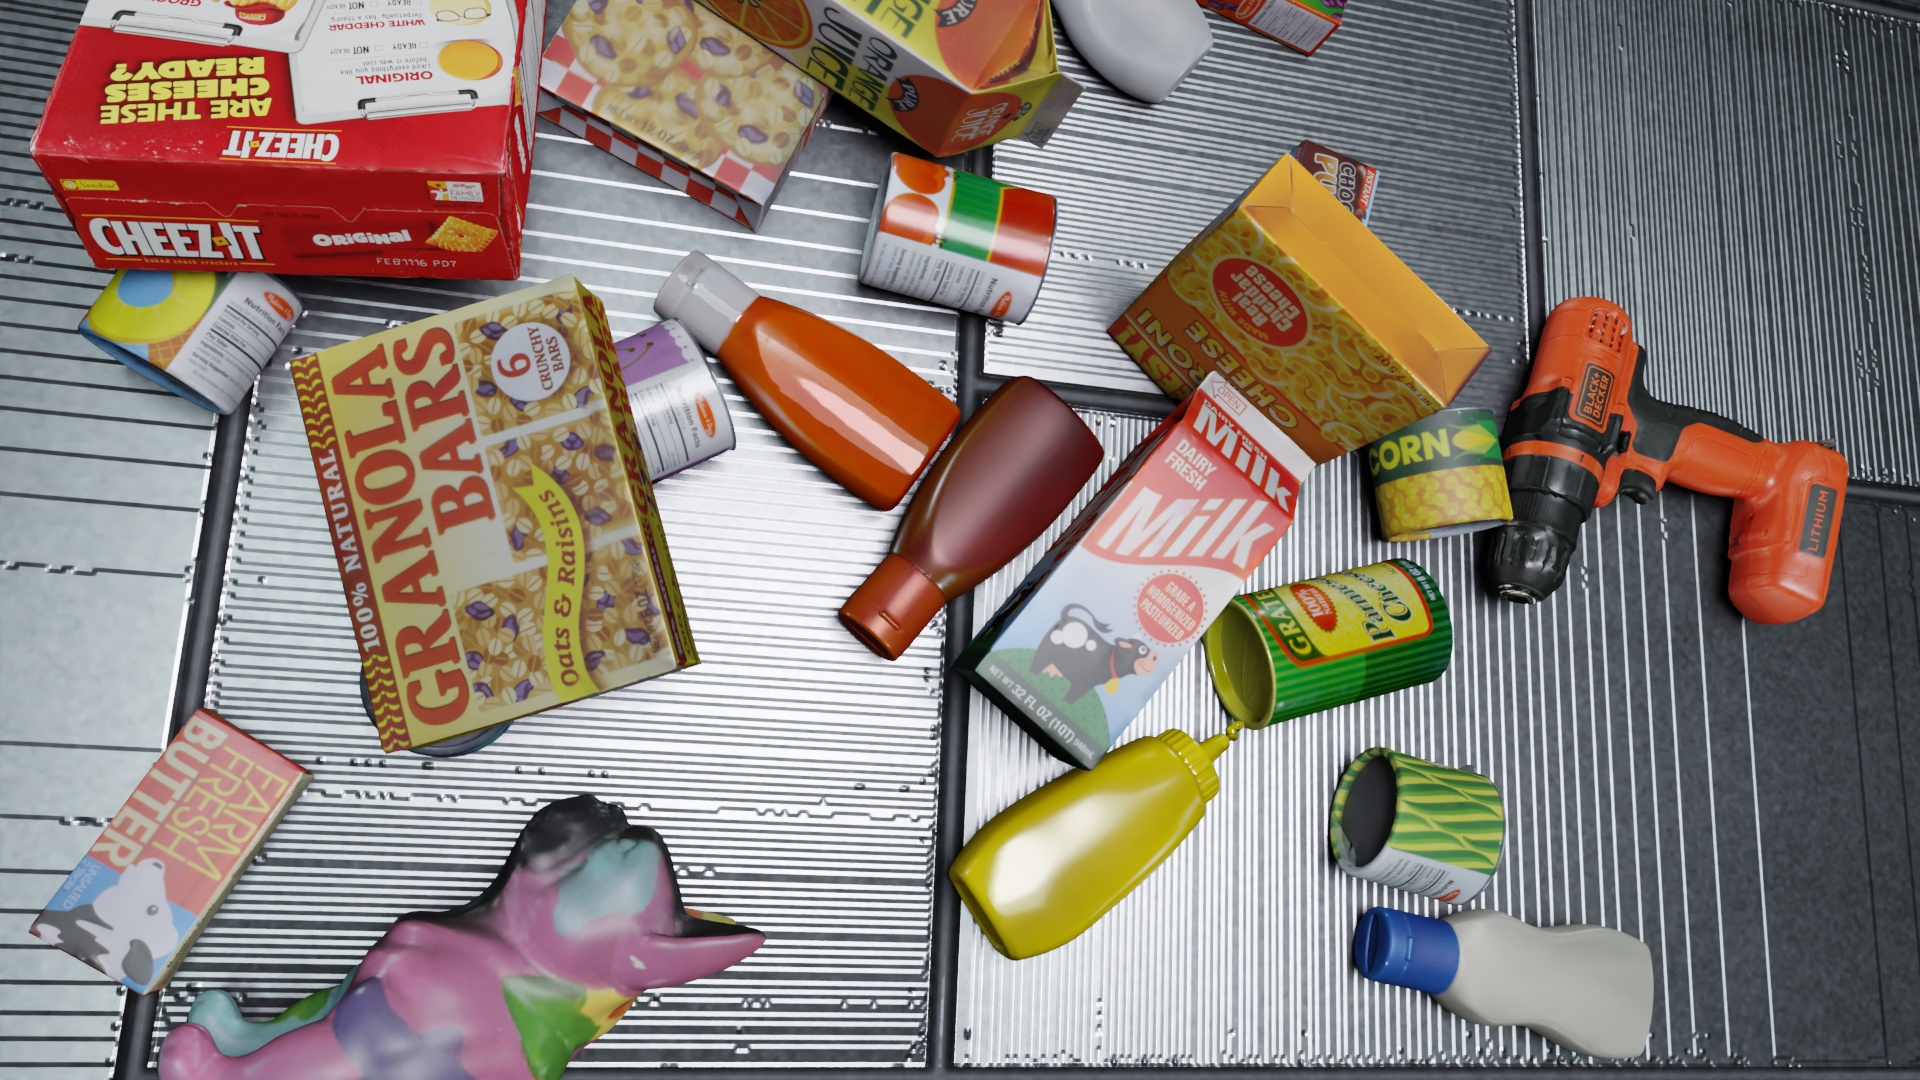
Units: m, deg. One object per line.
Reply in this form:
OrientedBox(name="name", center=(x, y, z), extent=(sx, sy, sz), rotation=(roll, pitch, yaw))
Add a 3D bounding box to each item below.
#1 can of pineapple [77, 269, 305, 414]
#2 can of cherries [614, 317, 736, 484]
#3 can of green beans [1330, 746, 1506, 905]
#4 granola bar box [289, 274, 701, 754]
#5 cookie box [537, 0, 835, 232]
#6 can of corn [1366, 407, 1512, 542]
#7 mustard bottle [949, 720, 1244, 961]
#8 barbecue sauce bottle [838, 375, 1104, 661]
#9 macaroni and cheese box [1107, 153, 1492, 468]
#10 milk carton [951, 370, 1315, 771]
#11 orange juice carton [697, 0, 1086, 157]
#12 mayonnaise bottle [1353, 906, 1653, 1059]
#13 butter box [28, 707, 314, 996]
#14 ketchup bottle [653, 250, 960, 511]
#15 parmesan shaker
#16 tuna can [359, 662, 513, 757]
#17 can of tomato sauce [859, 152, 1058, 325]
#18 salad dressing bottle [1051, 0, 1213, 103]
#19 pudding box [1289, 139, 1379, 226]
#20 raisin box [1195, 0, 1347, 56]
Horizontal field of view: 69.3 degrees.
OrientedBox(name="can of pineapple", center=(-0.326, -0.095, 0.588), extent=(0.071, 0.071, 0.058), rotation=(29, 74, -8))
OrientedBox(name="can of cherries", center=(-0.143, -0.060, 0.632), extent=(0.058, 0.071, 0.071), rotation=(-27, 87, -17))
OrientedBox(name="can of green beans", center=(0.224, 0.140, 0.685), extent=(0.058, 0.071, 0.071), rotation=(17, 76, -10))
OrientedBox(name="granola bar box", center=(-0.189, -0.010, 0.567), extent=(0.124, 0.039, 0.165), rotation=(-17, 83, 2))
OrientedBox(name="cookie box", center=(-0.117, -0.256, 0.689), extent=(0.123, 0.040, 0.168), rotation=(27, 75, -8))
OrientedBox(name="can of corn", center=(0.248, -0.033, 0.725), extent=(0.071, 0.071, 0.058), rotation=(-5, 81, -15))
OrientedBox(name="mustard bottle", center=(0.073, 0.132, 0.656), extent=(0.161, 0.048, 0.065), rotation=(-30, 88, -19))
OrientedBox(name="barbecue sauce bottle", center=(0.002, -0.008, 0.669), extent=(0.065, 0.043, 0.149), rotation=(44, 73, -10))
OrientedBox(name="macaroni and cheese box", center=(0.150, -0.095, 0.660), extent=(0.123, 0.166, 0.040), rotation=(43, 73, -3))
OrientedBox(name="milk carton", center=(0.087, 0.011, 0.658), extent=(0.072, 0.073, 0.191), rotation=(42, 80, -4))
OrientedBox(name="orange juice carton", center=(-0.032, -0.250, 0.651), extent=(0.192, 0.071, 0.073), rotation=(31, 75, -8))
OrientedBox(name="mayonnaise bottle", center=(0.272, 0.216, 0.697), extent=(0.148, 0.041, 0.065), rotation=(15, 75, -10))
OrientedBox(name="butter box", center=(-0.319, 0.126, 0.567), extent=(0.053, 0.024, 0.104), rotation=(33, 73, -7))
OrientedBox(name="ketchup bottle", center=(-0.075, -0.080, 0.662), extent=(0.149, 0.043, 0.065), rotation=(36, 70, -5))
OrientedBox(name="parmesan shaker", center=(0.182, 0.048, 0.694), extent=(0.103, 0.071, 0.071), rotation=(-12, 83, -17))
OrientedBox(name="tuna can", center=(-0.220, 0.060, 0.602), extent=(0.071, 0.032, 0.071), rotation=(3, 79, -14))
OrientedBox(name="can of tomato sauce", center=(-0.002, -0.150, 0.684), extent=(0.083, 0.071, 0.071), rotation=(13, 76, -11))
OrientedBox(name="salad dressing bottle", center=(0.068, -0.302, 0.745), extent=(0.147, 0.044, 0.064), rotation=(44, 74, -2))
OrientedBox(name="pudding box", center=(0.193, -0.169, 0.757), extent=(0.050, 0.030, 0.084), rotation=(21, 75, -11))
OrientedBox(name="raisin box", center=(0.161, -0.339, 0.778), extent=(0.123, 0.040, 0.086), rotation=(22, 75, -9))
